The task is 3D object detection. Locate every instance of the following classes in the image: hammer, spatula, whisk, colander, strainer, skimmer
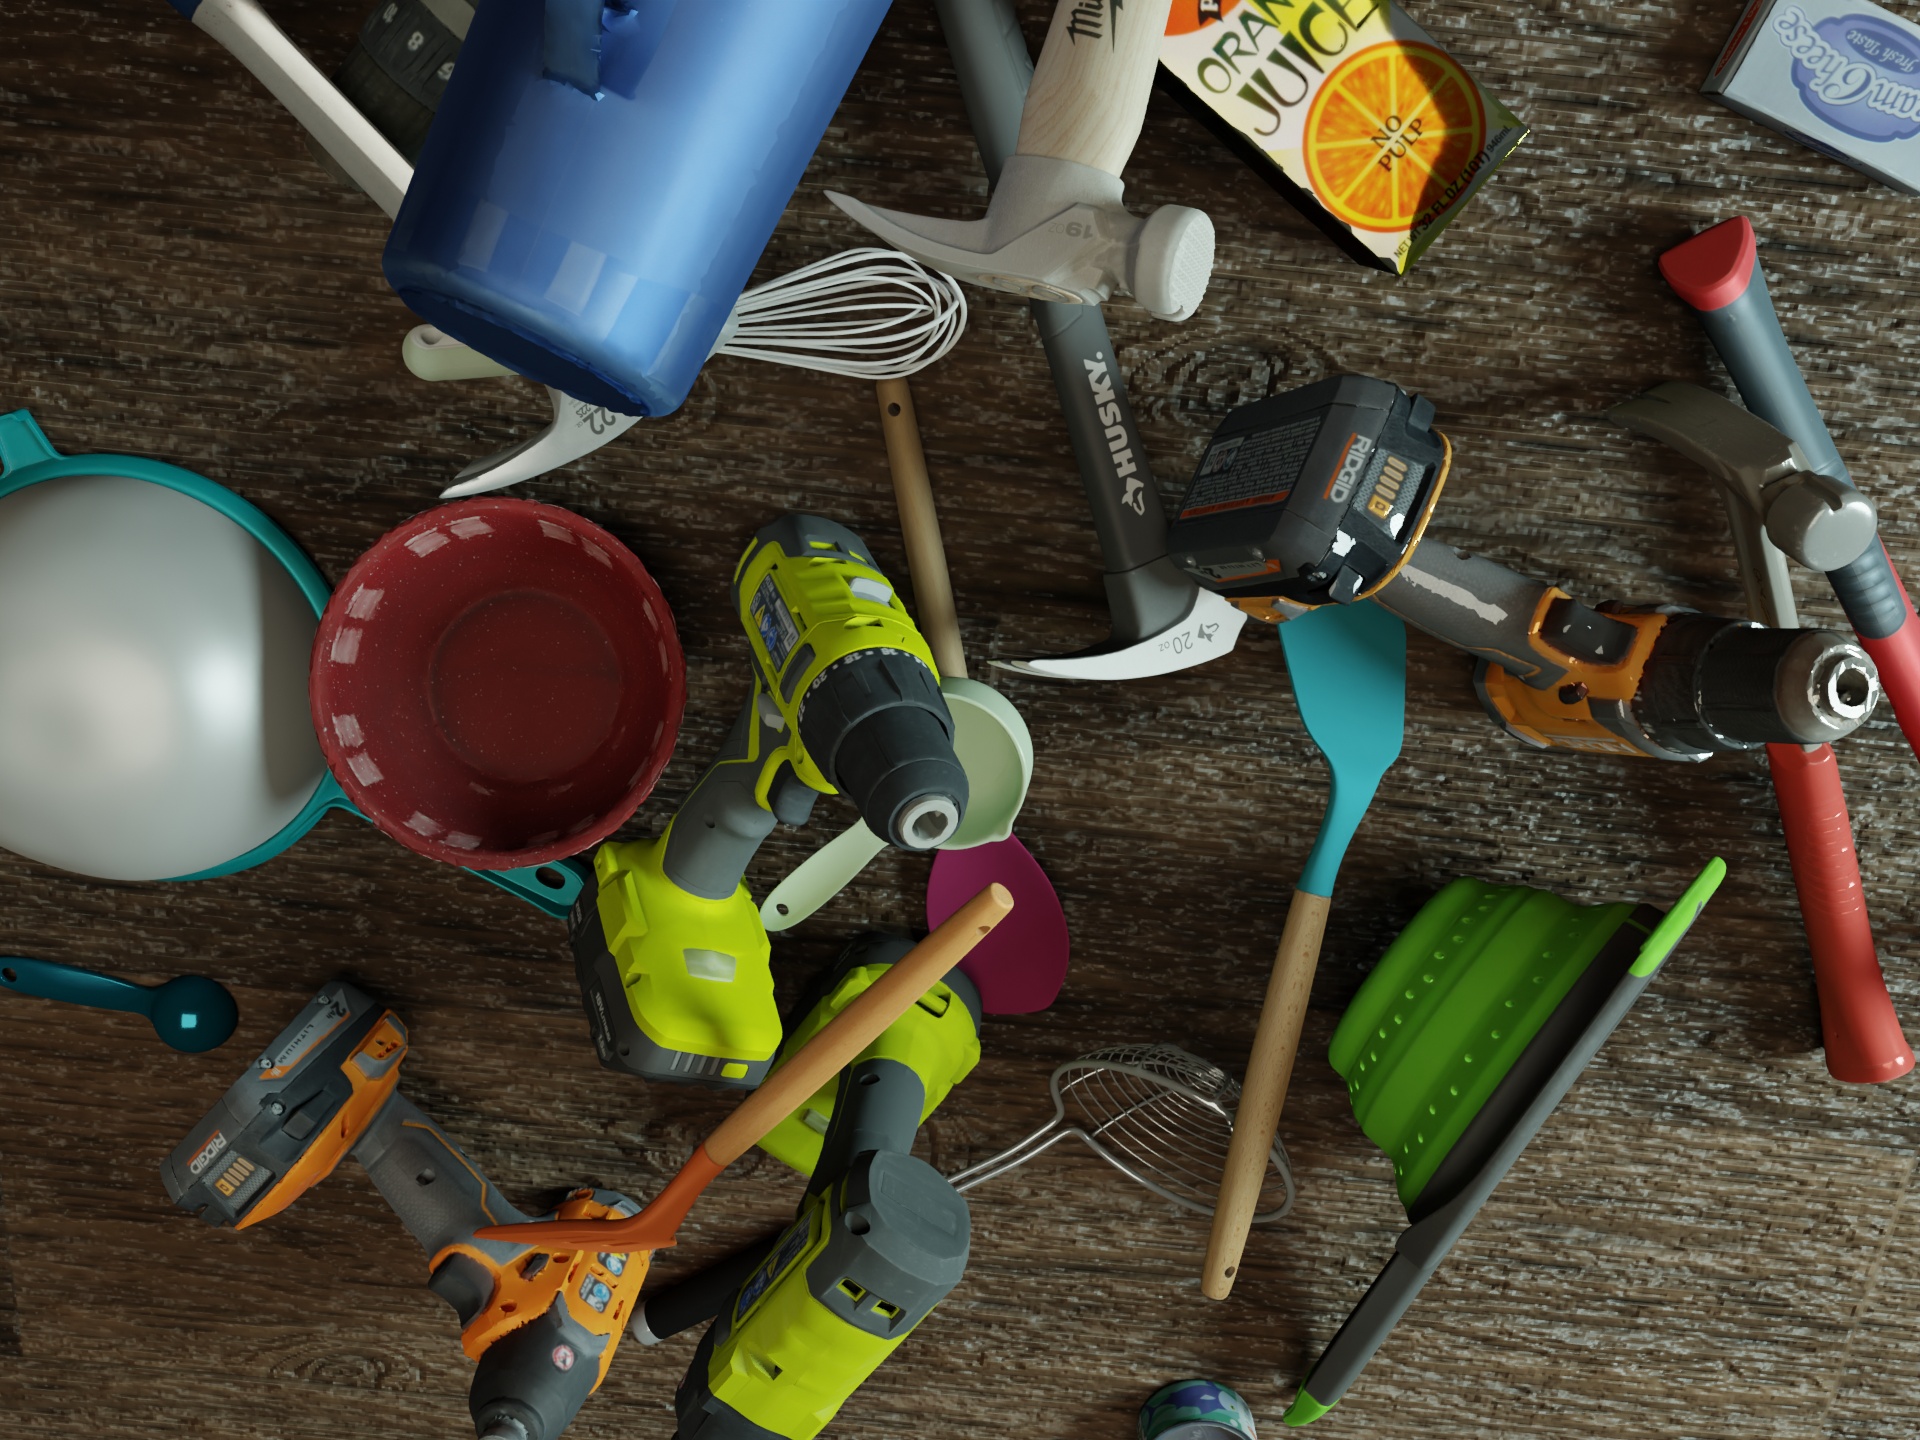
[{"bbox_3d":[0.372,0.024,0.709,0.036,0.149,0.358,-25,118,6],"label":"hammer"},{"bbox_3d":[0.406,-0.039,0.691,0.038,0.143,0.386,-25,97,35],"label":"hammer"},{"bbox_3d":[0.037,-0.175,0.651,0.146,0.035,0.334,-25,104,-25],"label":"hammer"},{"bbox_3d":[-0.091,0.161,0.673,0.081,0.041,0.322,23,123,-39],"label":"spatula"},{"bbox_3d":[-0.120,-0.166,0.676,0.246,0.058,0.059,-3,139,7],"label":"whisk"},{"bbox_3d":[0.213,0.203,0.769,0.095,0.204,0.396,37,128,24],"label":"colander"},{"bbox_3d":[-0.332,0.022,0.719,0.340,0.095,0.211,27,108,-7],"label":"strainer"},{"bbox_3d":[0.073,-0.353,0.562,0.146,0.038,0.410,19,94,25],"label":"hammer"},{"bbox_3d":[-0.272,-0.255,0.590,0.144,0.035,0.405,-35,112,21],"label":"hammer"},{"bbox_3d":[0.143,0.098,0.701,0.082,0.044,0.317,11,94,-32],"label":"spatula"},{"bbox_3d":[-0.013,0.260,0.796,0.363,0.090,0.127,-27,121,11],"label":"skimmer"}]

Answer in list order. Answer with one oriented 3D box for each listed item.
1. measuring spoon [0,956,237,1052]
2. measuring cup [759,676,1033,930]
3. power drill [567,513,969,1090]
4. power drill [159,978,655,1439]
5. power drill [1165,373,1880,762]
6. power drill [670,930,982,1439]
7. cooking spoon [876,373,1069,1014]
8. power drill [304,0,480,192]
[{"bbox_3d":[-0.433,0.142,0.802,0.128,0.021,0.042,13,109,-4],"label":"measuring spoon"},{"bbox_3d":[-0.035,0.043,0.740,0.083,0.038,0.167,45,116,-7],"label":"measuring cup"},{"bbox_3d":[-0.081,0.048,0.678,0.080,0.191,0.228,16,117,-32],"label":"power drill"},{"bbox_3d":[-0.257,0.245,0.761,0.226,0.164,0.084,42,107,-10],"label":"power drill"},{"bbox_3d":[0.215,-0.048,0.617,0.226,0.185,0.084,26,86,-16],"label":"power drill"},{"bbox_3d":[-0.059,0.209,0.706,0.080,0.223,0.171,34,112,-11],"label":"power drill"},{"bbox_3d":[-0.001,-0.002,0.743,0.069,0.017,0.318,-6,110,14],"label":"cooking spoon"},{"bbox_3d":[-0.245,-0.338,0.605,0.188,0.080,0.226,-42,106,15],"label":"power drill"}]
